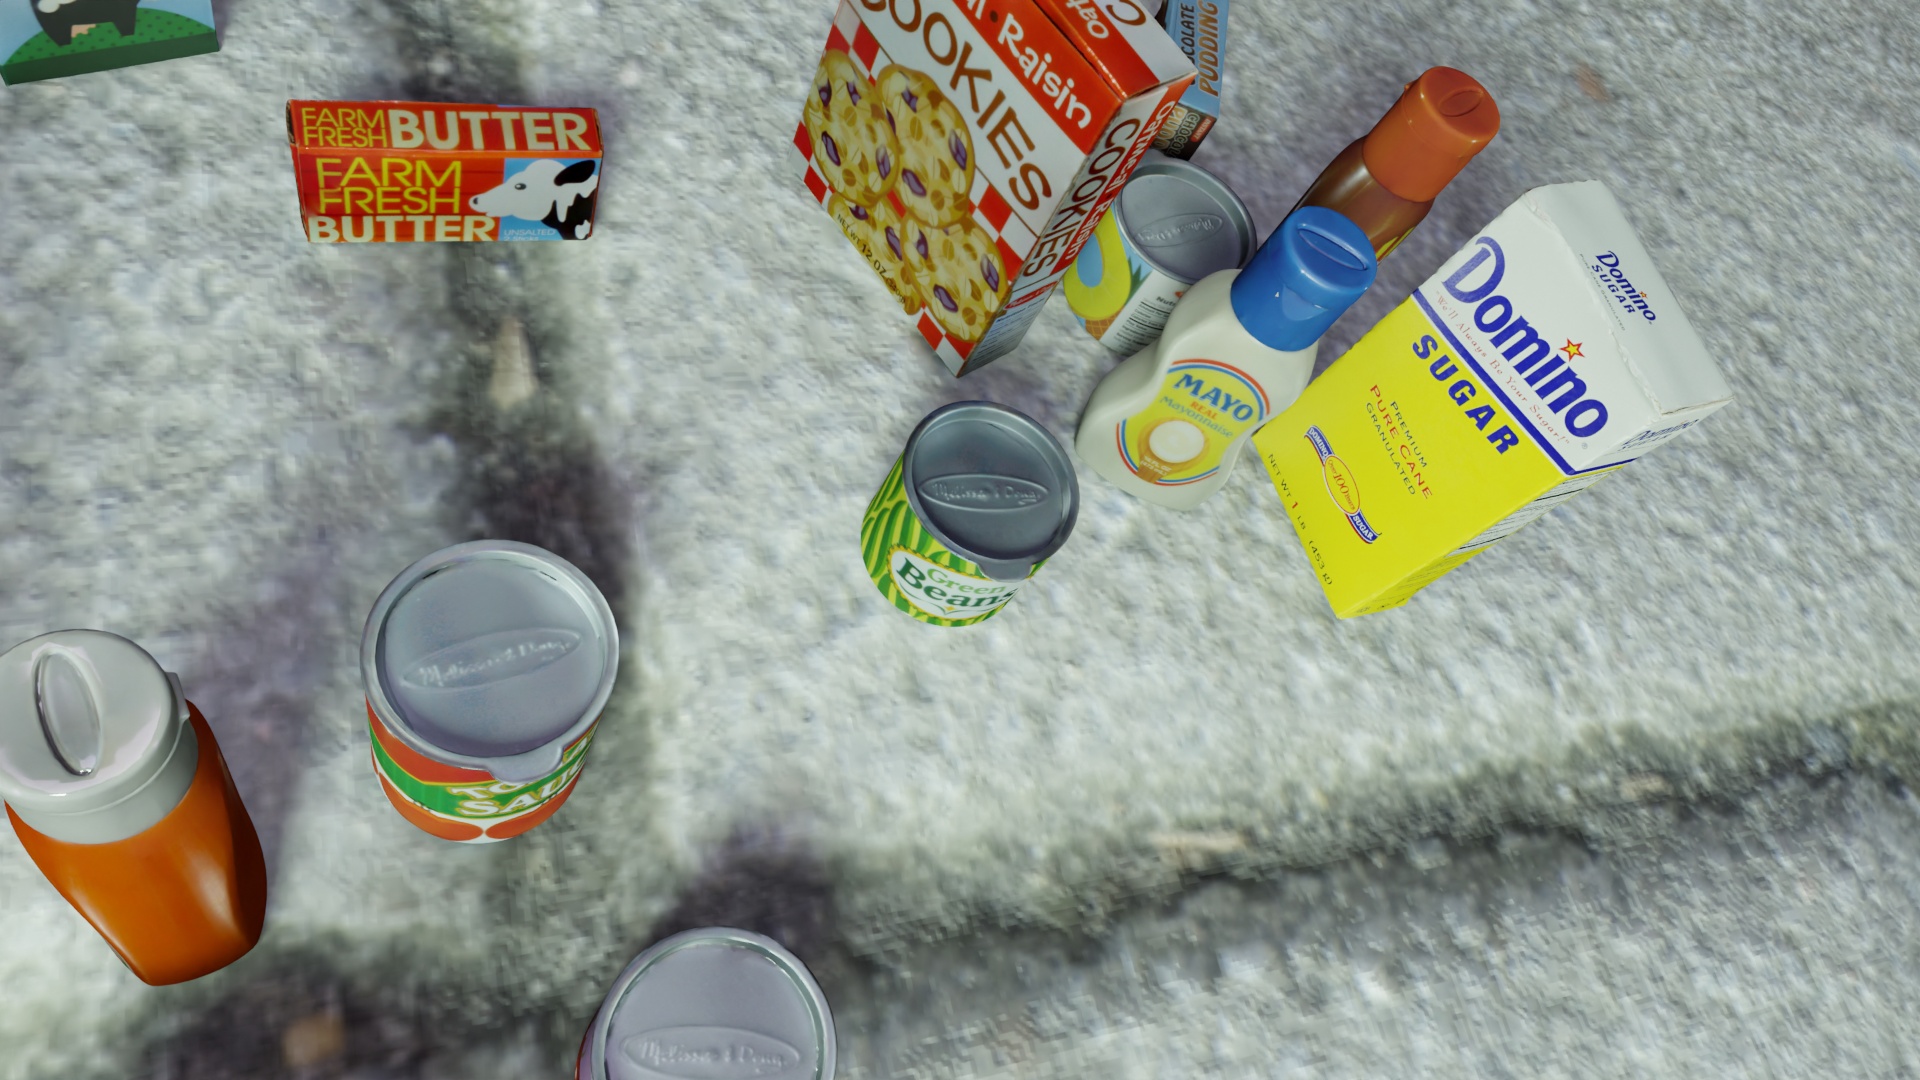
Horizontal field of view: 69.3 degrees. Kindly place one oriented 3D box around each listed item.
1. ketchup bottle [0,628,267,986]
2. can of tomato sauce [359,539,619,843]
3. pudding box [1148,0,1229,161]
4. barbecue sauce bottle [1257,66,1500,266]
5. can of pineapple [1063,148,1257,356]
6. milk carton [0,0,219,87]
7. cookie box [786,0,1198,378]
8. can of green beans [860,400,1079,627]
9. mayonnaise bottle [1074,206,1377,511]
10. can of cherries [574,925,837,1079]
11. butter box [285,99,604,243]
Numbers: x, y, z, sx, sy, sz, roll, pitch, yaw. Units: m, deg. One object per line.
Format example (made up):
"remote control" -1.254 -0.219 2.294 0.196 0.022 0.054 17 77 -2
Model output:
"ketchup bottle" -0.199 0.064 0.336 0.044 0.148 0.065 -19 72 -28
"can of tomato sauce" -0.138 0.049 0.407 0.071 0.082 0.071 9 61 -17
"pudding box" 0.101 -0.218 0.659 0.030 0.049 0.084 17 59 -12
"barbecue sauce bottle" 0.162 -0.133 0.580 0.065 0.147 0.044 -31 79 -31
"can of pineapple" 0.084 -0.122 0.598 0.071 0.057 0.071 9 61 -17
"milk carton" -0.292 -0.239 0.433 0.074 0.189 0.072 -24 75 -29
"cookie box" 0.001 -0.156 0.518 0.040 0.166 0.123 -31 78 -31
"can of green beans" 0.002 -0.008 0.507 0.071 0.057 0.071 9 61 -17
"mayonnaise bottle" 0.098 -0.065 0.520 0.065 0.147 0.041 27 58 -6
"can of cherries" -0.075 0.151 0.394 0.071 0.058 0.072 9 61 -17
"butter box" -0.184 -0.132 0.501 0.104 0.053 0.024 -6 67 -24
